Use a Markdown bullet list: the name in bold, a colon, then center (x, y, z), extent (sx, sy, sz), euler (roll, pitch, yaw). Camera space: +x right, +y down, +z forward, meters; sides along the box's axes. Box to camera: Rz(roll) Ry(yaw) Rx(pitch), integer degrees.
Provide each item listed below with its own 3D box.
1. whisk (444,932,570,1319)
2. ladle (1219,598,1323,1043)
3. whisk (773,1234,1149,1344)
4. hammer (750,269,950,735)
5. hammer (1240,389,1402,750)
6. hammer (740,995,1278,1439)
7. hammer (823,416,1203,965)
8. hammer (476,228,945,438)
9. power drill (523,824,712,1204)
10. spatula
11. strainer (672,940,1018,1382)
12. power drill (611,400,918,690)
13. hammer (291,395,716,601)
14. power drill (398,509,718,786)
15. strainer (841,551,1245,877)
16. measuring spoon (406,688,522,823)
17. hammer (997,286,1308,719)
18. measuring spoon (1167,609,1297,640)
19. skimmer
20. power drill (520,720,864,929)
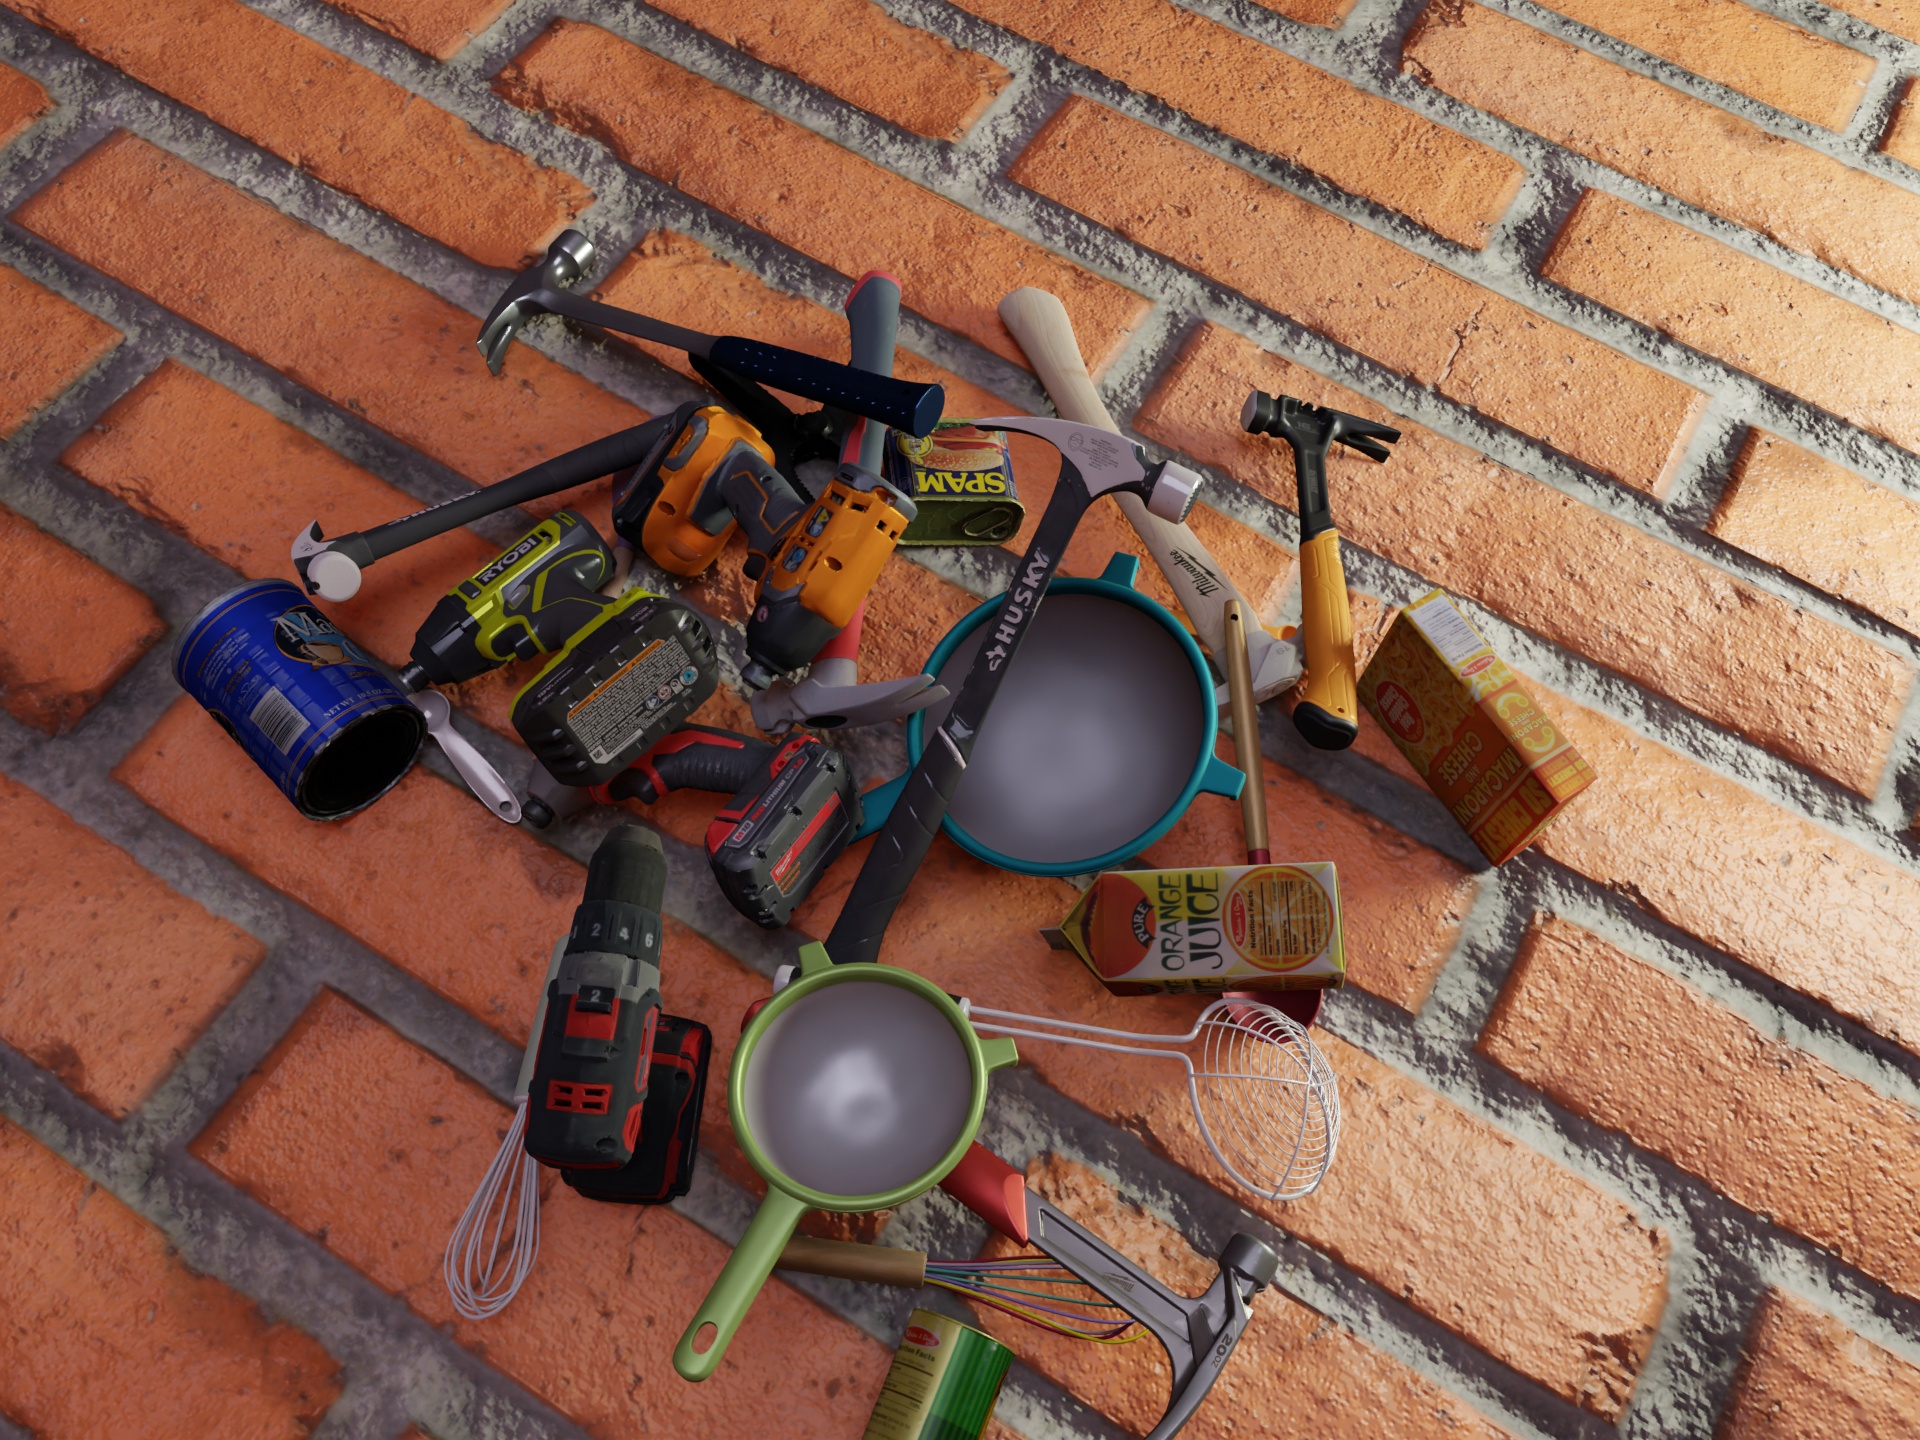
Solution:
- **whisk**: center (-0.270, 0.247, 0.997), extent (0.059, 0.057, 0.247), euler (-9, 55, 26)
- **ladle**: center (0.202, 0.065, 1.102), extent (0.069, 0.031, 0.316), euler (-3, 74, 2)
- **whisk**: center (-0.001, 0.341, 0.969), extent (0.245, 0.051, 0.047), euler (7, 69, 3)
- **hammer**: center (-0.063, -0.174, 1.164), extent (0.143, 0.038, 0.387), euler (-9, 61, 27)
- **hammer**: center (0.272, -0.114, 1.170), extent (0.127, 0.034, 0.337), euler (13, 50, -8)
- **hammer**: center (0.003, 0.283, 0.963), extent (0.359, 0.036, 0.149), euler (30, 63, 23)
- **hammer**: center (-0.002, -0.003, 1.022), extent (0.149, 0.036, 0.409), euler (27, 97, 9)
- **hammer**: center (-0.195, -0.281, 1.212), extent (0.406, 0.035, 0.144), euler (22, 63, 26)
- **power drill**: center (-0.197, 0.181, 0.931), extent (0.080, 0.226, 0.188), euler (5, 64, -1)
- **spatula**: center (-0.262, -0.106, 1.189), extent (0.060, 0.018, 0.316), euler (10, 62, 7)
- **strainer**: center (-0.084, 0.264, 0.919), extent (0.151, 0.069, 0.256), euler (24, 61, 17)
- **power drill**: center (-0.148, -0.124, 1.114), extent (0.227, 0.084, 0.164), euler (31, 88, 41)
- **hammer**: center (-0.326, -0.172, 1.175), extent (0.335, 0.035, 0.146), euler (-26, 25, -22)
- **power drill**: center (-0.278, -0.049, 1.080), extent (0.171, 0.080, 0.223), euler (-42, 42, -16)
- **strainer**: center (0.018, 0.042, 1.105), extent (0.340, 0.095, 0.211), euler (-26, 66, 7)
- **measuring spoon**: center (-0.350, 0.028, 1.121), extent (0.034, 0.018, 0.124), euler (-38, 78, -25)
- **hammer**: center (0.124, -0.180, 1.237), extent (0.146, 0.038, 0.411), euler (-24, 65, -10)
- **measuring spoon**: center (0.200, -0.069, 1.207), extent (0.117, 0.011, 0.021), euler (8, 63, 4)
- **skimmer**: center (0.061, 0.214, 1.009), extent (0.363, 0.090, 0.127), euler (9, 49, 8)
- **power drill**: center (-0.187, 0.045, 1.065), extent (0.220, 0.078, 0.143), euler (24, 62, 28)
